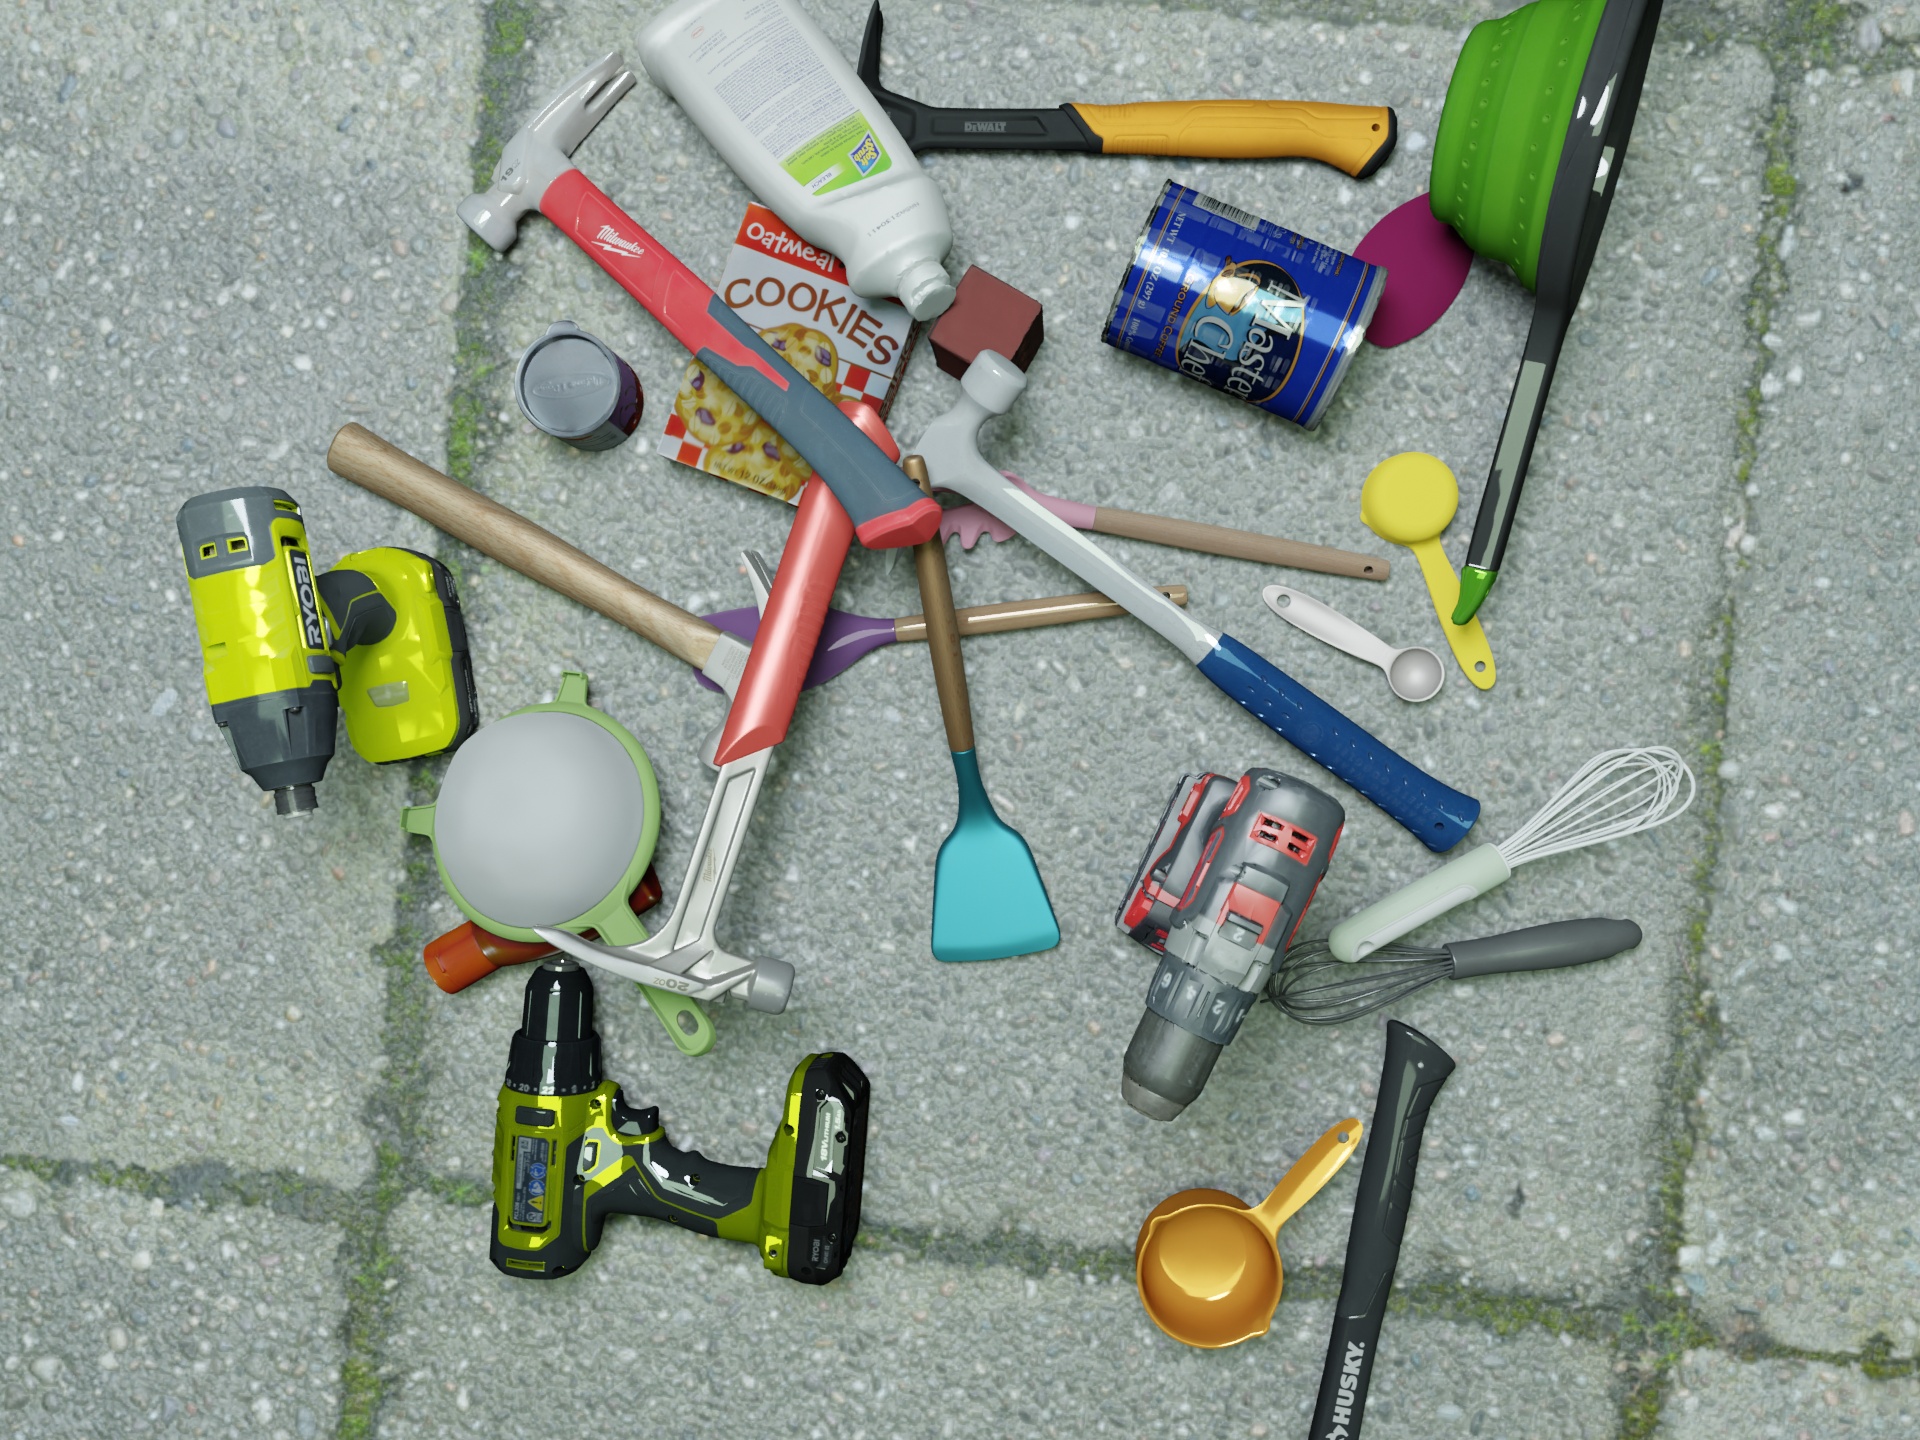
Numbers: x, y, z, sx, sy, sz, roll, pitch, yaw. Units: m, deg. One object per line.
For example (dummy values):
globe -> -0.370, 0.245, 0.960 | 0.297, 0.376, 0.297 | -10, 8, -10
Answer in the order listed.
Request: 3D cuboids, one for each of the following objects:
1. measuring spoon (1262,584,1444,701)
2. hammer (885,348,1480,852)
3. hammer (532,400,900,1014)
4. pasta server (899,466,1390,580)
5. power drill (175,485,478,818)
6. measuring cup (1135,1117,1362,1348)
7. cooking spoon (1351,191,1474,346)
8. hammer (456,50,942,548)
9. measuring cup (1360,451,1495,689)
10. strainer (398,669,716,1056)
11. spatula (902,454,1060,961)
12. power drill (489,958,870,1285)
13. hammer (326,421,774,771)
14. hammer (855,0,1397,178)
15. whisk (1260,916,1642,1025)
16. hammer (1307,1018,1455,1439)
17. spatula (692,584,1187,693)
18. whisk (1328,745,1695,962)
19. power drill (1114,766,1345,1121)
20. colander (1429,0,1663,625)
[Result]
measuring spoon -> 0.243, -0.051, 0.993 | 0.124, 0.018, 0.034 | 31, 92, 9
hammer -> 0.137, -0.046, 0.959 | 0.405, 0.035, 0.144 | 35, 115, -6
hammer -> -0.121, -0.019, 0.927 | 0.149, 0.037, 0.359 | 18, 82, -9
pasta server -> 0.110, -0.118, 0.986 | 0.316, 0.040, 0.060 | 10, 115, 1
power drill -> -0.360, -0.034, 0.918 | 0.080, 0.223, 0.171 | -11, 90, 3
measuring cup -> 0.180, 0.303, 0.978 | 0.095, 0.052, 0.173 | 44, 90, 2
cooking spoon -> 0.344, -0.369, 0.982 | 0.069, 0.017, 0.319 | 36, 93, 1
hammer -> -0.139, -0.245, 0.945 | 0.143, 0.038, 0.386 | -47, 70, 2
measuring cup -> 0.297, -0.092, 0.979 | 0.062, 0.029, 0.156 | -23, 87, 3
strainer -> -0.231, 0.094, 0.942 | 0.151, 0.069, 0.256 | -40, 71, 0
spatula -> -0.002, -0.003, 0.961 | 0.082, 0.044, 0.317 | -8, 112, 6
power drill -> -0.176, 0.252, 0.984 | 0.228, 0.080, 0.190 | 5, 91, 6
hammer -> -0.251, -0.100, 1.001 | 0.331, 0.031, 0.130 | 29, 99, 5
hammer -> 0.100, -0.375, 0.988 | 0.337, 0.034, 0.127 | 3, 91, 3
whisk -> 0.300, 0.149, 0.976 | 0.239, 0.055, 0.055 | -9, 90, -2
hammer -> 0.244, 0.351, 0.982 | 0.146, 0.035, 0.335 | 11, 91, 2
spatula -> -0.015, -0.058, 1.002 | 0.316, 0.018, 0.060 | -7, 92, 4
whisk -> 0.330, 0.081, 0.954 | 0.246, 0.057, 0.059 | -28, 45, -5
power drill -> 0.138, 0.115, 0.890 | 0.080, 0.226, 0.188 | 25, 91, 3
colander -> 0.309, -0.256, 0.922 | 0.094, 0.204, 0.397 | 17, 103, 20
